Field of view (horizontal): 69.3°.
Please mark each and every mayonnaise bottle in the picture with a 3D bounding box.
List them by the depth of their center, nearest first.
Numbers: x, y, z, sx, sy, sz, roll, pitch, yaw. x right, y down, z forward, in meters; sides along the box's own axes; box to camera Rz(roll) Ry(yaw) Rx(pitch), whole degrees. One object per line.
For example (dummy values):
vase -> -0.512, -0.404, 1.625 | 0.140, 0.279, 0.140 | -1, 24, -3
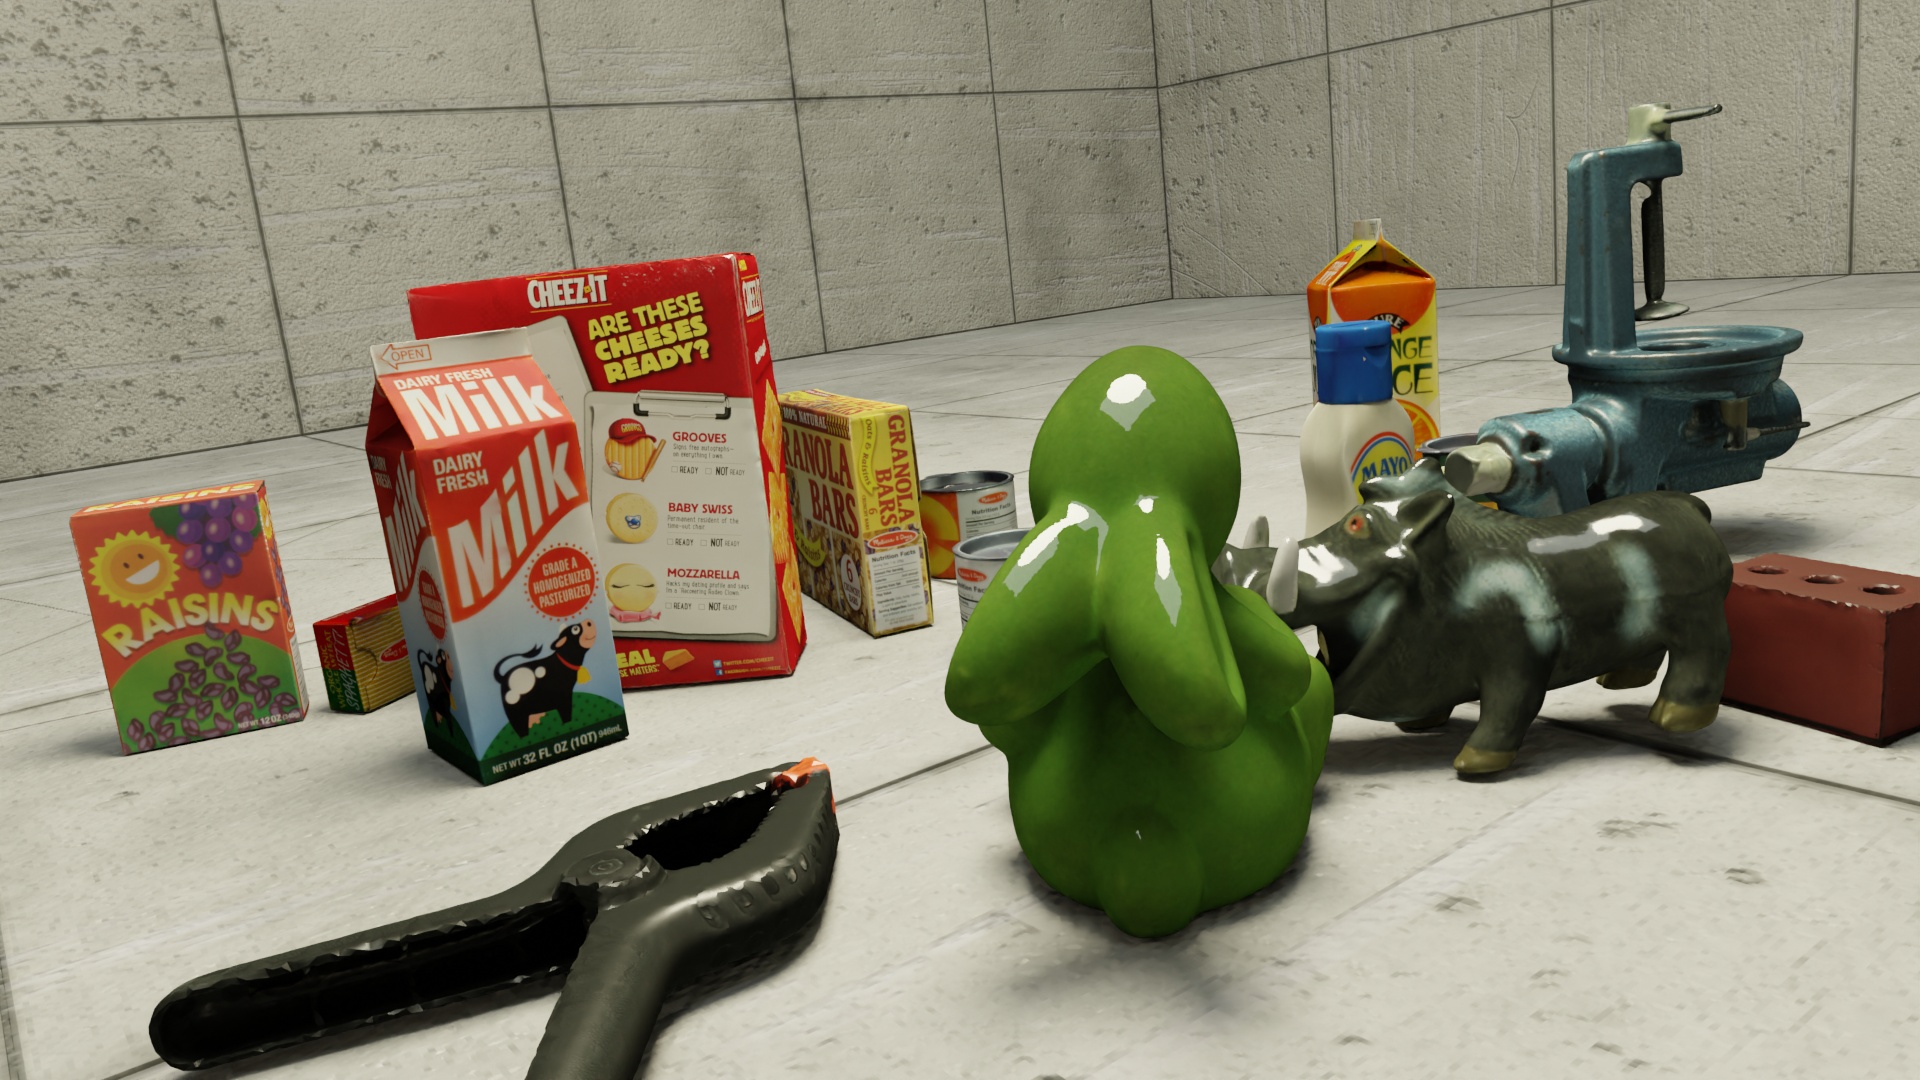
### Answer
mayonnaise bottle -> 0.200, -0.034, 0.696 | 0.065, 0.147, 0.041 | -12, 13, -26

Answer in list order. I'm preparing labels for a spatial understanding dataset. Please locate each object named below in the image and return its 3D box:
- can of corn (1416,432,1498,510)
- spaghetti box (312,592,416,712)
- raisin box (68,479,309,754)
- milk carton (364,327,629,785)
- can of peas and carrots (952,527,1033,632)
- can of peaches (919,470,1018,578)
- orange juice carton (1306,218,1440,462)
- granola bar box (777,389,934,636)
can of corn -> 0.310, -0.031, 0.836 | 0.071, 0.058, 0.071 | -6, 12, 1
spaghetti box -> -0.275, 0.037, 0.828 | 0.028, 0.050, 0.251 | -1, 13, 22
raisin box -> -0.390, 0.038, 0.709 | 0.086, 0.123, 0.040 | -10, 13, -19
milk carton -> -0.211, 0.003, 0.624 | 0.072, 0.190, 0.073 | -15, 15, -37
can of peas and carrots -> 0.034, 0.028, 0.701 | 0.071, 0.058, 0.071 | -6, 12, 1
can of peaches -> 0.003, -0.011, 0.894 | 0.071, 0.058, 0.071 | -6, 12, 1
orange juice carton -> 0.285, -0.124, 0.960 | 0.073, 0.192, 0.072 | -5, 12, 4
granola bar box -> -0.068, -0.022, 0.825 | 0.039, 0.124, 0.165 | -11, 13, -22
